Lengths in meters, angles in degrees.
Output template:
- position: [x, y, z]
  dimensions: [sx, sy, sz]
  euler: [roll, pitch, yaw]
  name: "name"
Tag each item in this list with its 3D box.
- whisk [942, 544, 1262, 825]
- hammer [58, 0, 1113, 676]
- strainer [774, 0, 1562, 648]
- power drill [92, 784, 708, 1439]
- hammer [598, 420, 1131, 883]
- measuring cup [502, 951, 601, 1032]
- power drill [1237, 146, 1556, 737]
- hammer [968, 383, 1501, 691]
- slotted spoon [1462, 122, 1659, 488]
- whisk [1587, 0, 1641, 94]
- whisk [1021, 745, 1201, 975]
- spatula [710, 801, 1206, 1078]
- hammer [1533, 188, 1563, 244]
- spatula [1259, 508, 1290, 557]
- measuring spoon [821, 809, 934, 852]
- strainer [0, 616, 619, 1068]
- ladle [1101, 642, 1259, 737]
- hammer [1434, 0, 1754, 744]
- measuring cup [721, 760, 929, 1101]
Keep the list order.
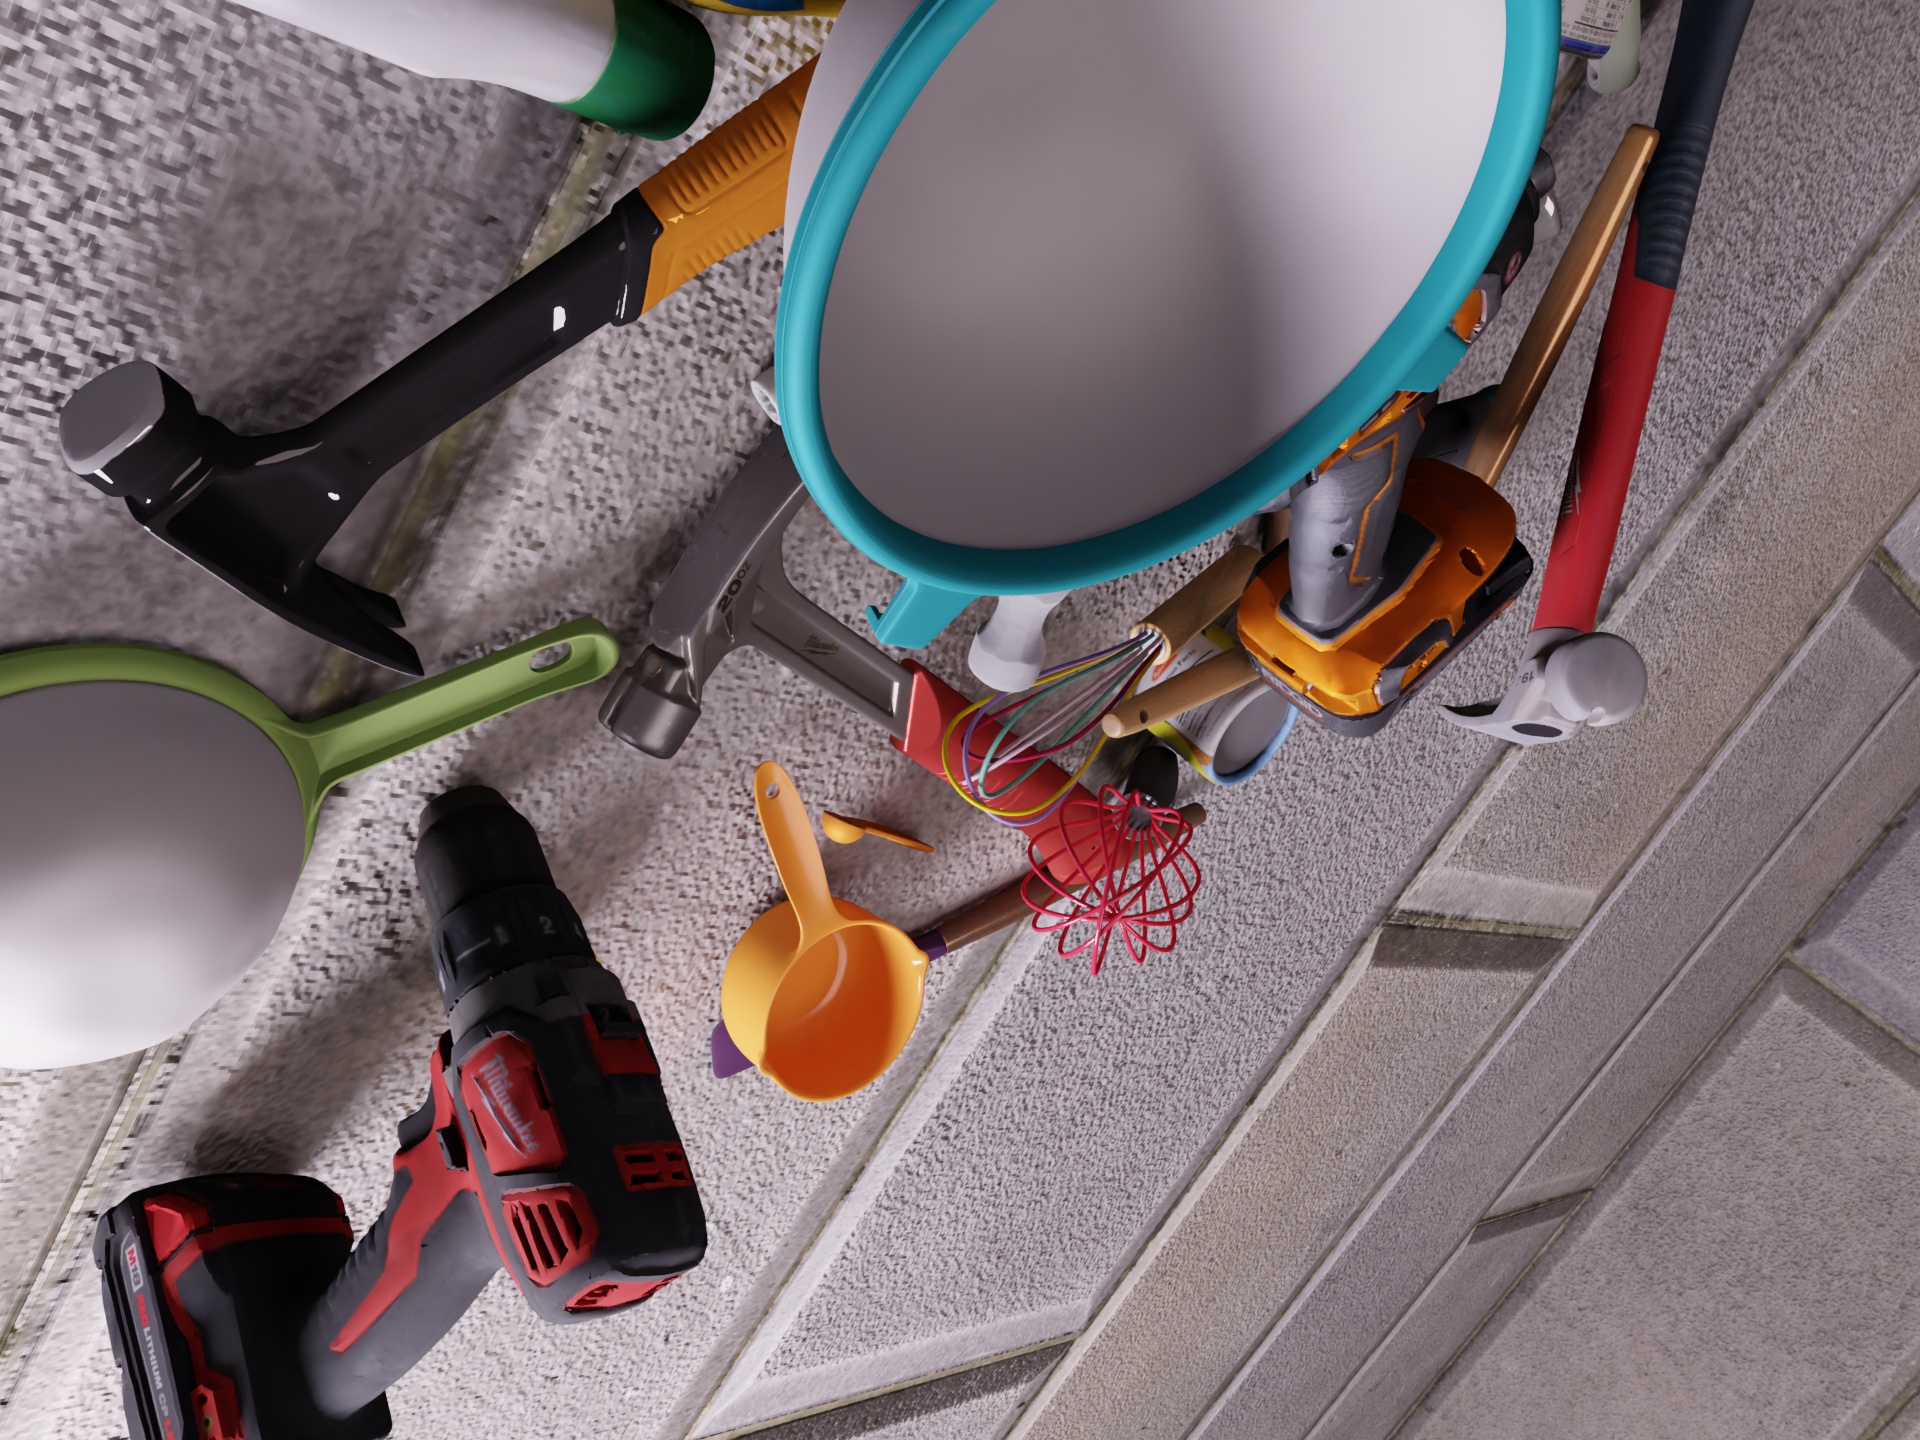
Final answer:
- position: [0.071, -0.028, 0.710]
  dimensions: [0.245, 0.047, 0.051]
  euler: [-38, 138, -43]
  name: "whisk"
- position: [-0.068, -0.136, 0.440]
  dimensions: [0.337, 0.034, 0.127]
  euler: [-33, 149, 4]
  name: "hammer"
- position: [0.027, -0.173, 0.347]
  dimensions: [0.211, 0.095, 0.340]
  euler: [-27, 146, -9]
  name: "strainer"
- position: [-0.201, 0.150, 0.559]
  dimensions: [0.226, 0.188, 0.080]
  euler: [-38, 153, 19]
  name: "power drill"
- position: [-0.001, -0.002, 0.698]
  dimensions: [0.149, 0.037, 0.358]
  euler: [-56, 145, -1]
  name: "hammer"
- position: [-0.198, 0.134, 0.650]
  dimensions: [0.062, 0.029, 0.156]
  euler: [0, 136, -46]
  name: "measuring cup"
- position: [0.170, -0.106, 0.621]
  dimensions: [0.164, 0.084, 0.226]
  euler: [-43, 147, -8]
  name: "power drill"
- position: [0.144, -0.107, 0.701]
  dimensions: [0.331, 0.033, 0.128]
  euler: [-19, 141, -38]
  name: "hammer"
- position: [0.247, -0.122, 0.750]
  dimensions: [0.070, 0.031, 0.313]
  euler: [-21, 138, -50]
  name: "slotted spoon"
- position: [0.259, -0.345, 0.644]
  dimensions: [0.059, 0.058, 0.246]
  euler: [-17, 152, 17]
  name: "whisk"
- position: [0.078, 0.048, 0.719]
  dimensions: [0.073, 0.073, 0.296]
  euler: [-57, 175, 14]
  name: "whisk"
- position: [0.010, 0.104, 0.831]
  dimensions: [0.316, 0.018, 0.059]
  euler: [-22, 137, -29]
  name: "spatula"
- position: [0.076, -0.274, 0.499]
  dimensions: [0.146, 0.038, 0.410]
  euler: [-19, 142, 21]
  name: "hammer"
- position: [0.173, -0.155, 0.731]
  dimensions: [0.082, 0.044, 0.317]
  euler: [-26, 140, -30]
  name: "spatula"
- position: [-0.036, 0.054, 0.714]
  dimensions: [0.011, 0.021, 0.116]
  euler: [-65, 160, -1]
  name: "measuring spoon"
- position: [-0.214, 0.036, 0.493]
  dimensions: [0.256, 0.069, 0.151]
  euler: [-26, 139, -25]
  name: "strainer"
- position: [0.158, -0.039, 0.769]
  dimensions: [0.315, 0.031, 0.069]
  euler: [-23, 108, -48]
  name: "ladle"
- position: [0.301, -0.178, 0.726]
  dimensions: [0.143, 0.038, 0.386]
  euler: [132, -26, -83]
  name: "hammer"
- position: [-0.075, 0.087, 0.710]
  dimensions: [0.095, 0.052, 0.173]
  euler: [-30, 120, -29]
  name: "measuring cup"
